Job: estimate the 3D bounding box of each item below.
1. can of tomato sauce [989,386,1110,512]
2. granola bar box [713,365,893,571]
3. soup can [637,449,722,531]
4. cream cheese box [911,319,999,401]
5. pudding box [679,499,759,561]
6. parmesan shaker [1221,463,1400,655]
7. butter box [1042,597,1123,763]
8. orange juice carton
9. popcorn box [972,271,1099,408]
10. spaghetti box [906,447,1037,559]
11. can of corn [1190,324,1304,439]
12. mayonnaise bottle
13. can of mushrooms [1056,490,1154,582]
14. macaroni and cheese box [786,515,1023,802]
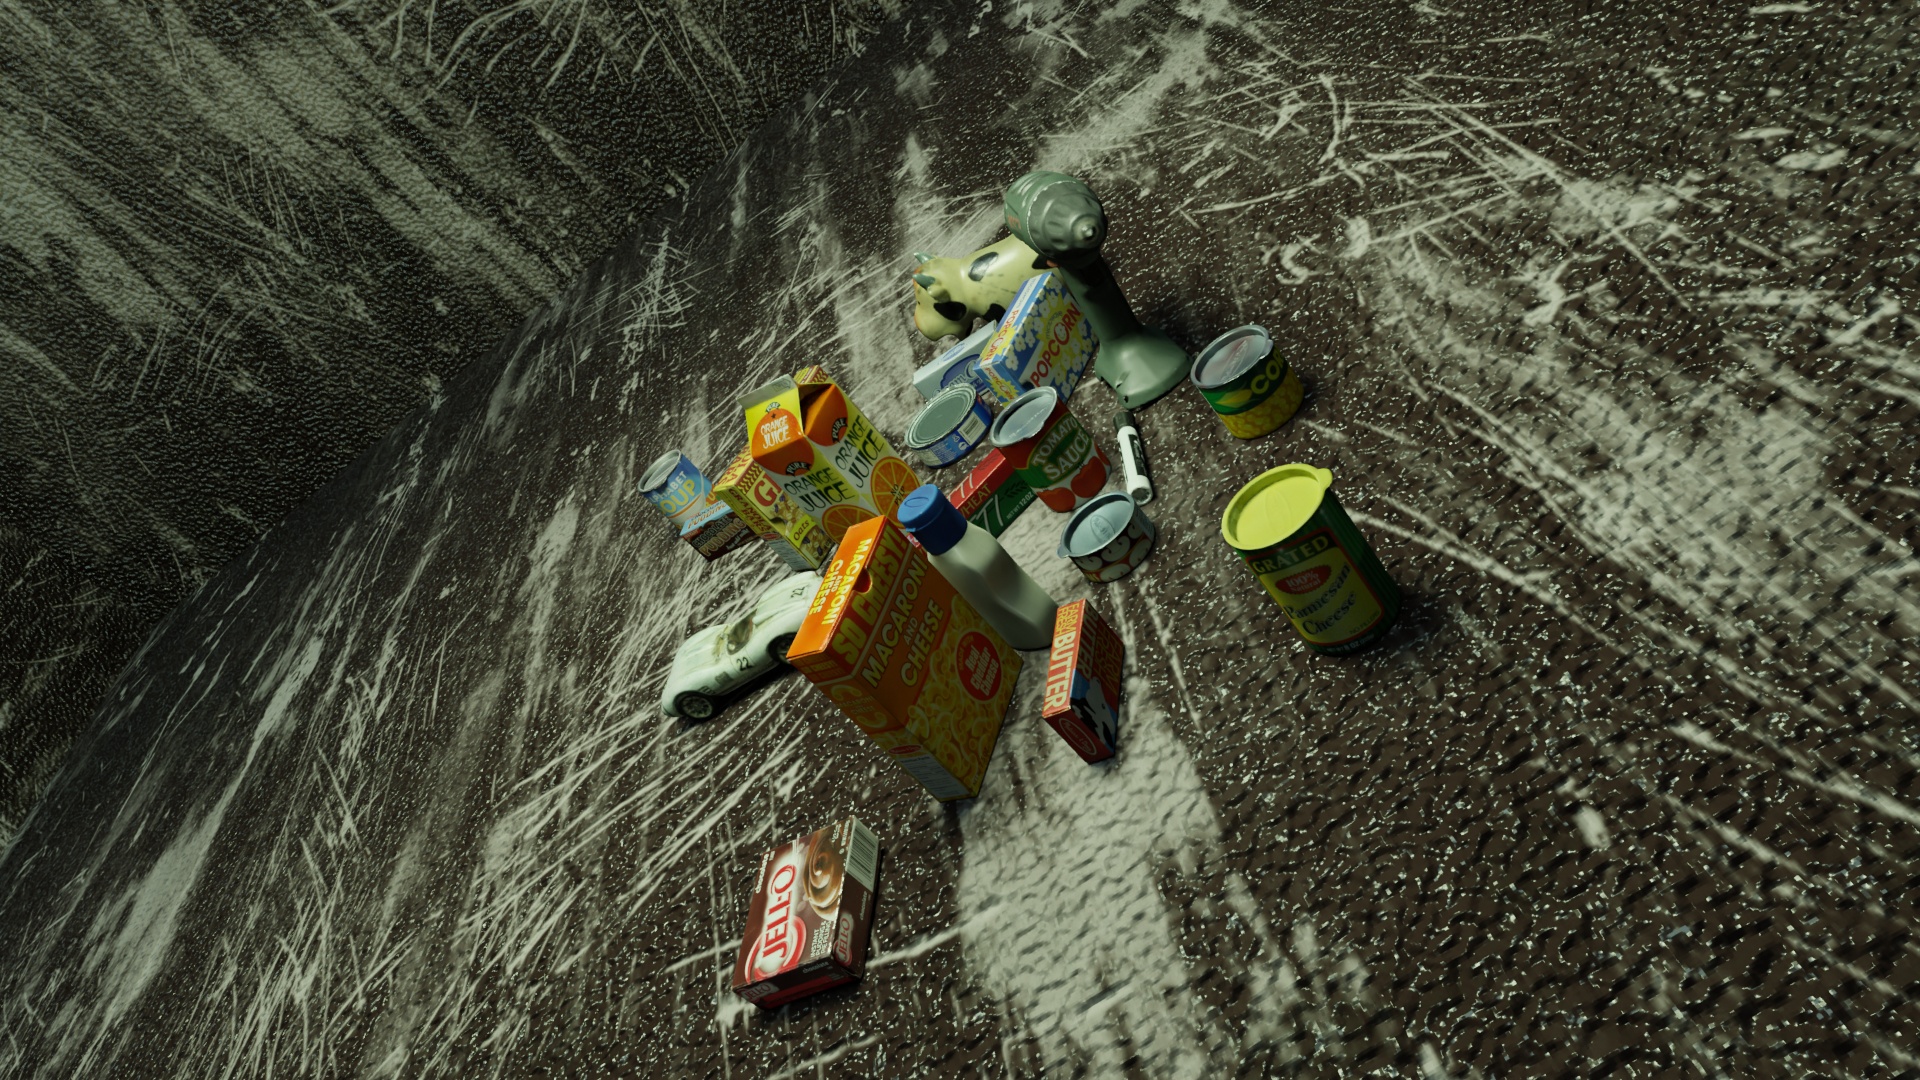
[{"bbox_3d":[0.075,-0.073,1.136,0.071,0.083,0.071,-31,30,20],"label":"can of tomato sauce"},{"bbox_3d":[-0.151,-0.071,1.371,0.039,0.124,0.166,-8,43,47],"label":"granola bar box"},{"bbox_3d":[-0.318,-0.051,1.594,0.071,0.083,0.072,-31,30,20],"label":"soup can"},{"bbox_3d":[0.008,-0.169,1.384,0.103,0.053,0.024,-31,30,20],"label":"cream cheese box"},{"bbox_3d":[-0.256,-0.015,1.503,0.083,0.049,0.030,-24,33,29],"label":"pudding box"},{"bbox_3d":[0.213,0.012,0.826,0.071,0.103,0.072,-31,30,20],"label":"parmesan shaker"},{"bbox_3d":[0.083,0.092,0.928,0.024,0.053,0.104,-25,33,30],"label":"butter box"},{"bbox_3d":[-0.117,-0.072,1.259,0.071,0.192,0.073,-17,37,39],"label":"orange juice carton"},{"bbox_3d":[0.072,-0.174,1.277,0.038,0.085,0.127,-10,41,45],"label":"popcorn box"},{"bbox_3d":[0.004,-0.015,1.178,0.250,0.050,0.029,-45,28,-6],"label":"spaghetti box"},{"bbox_3d":[0.219,-0.119,1.047,0.071,0.058,0.071,-31,30,20],"label":"can of corn"},{"bbox_3d":[0.013,0.020,1.015,0.064,0.147,0.041,0,49,51],"label":"mayonnaise bottle"},{"bbox_3d":[0.109,-0.001,1.047,0.071,0.033,0.071,-31,30,20],"label":"can of mushrooms"},{"bbox_3d":[-0.033,0.082,0.967,0.040,0.166,0.124,-18,37,38],"label":"macaroni and cheese box"}]
